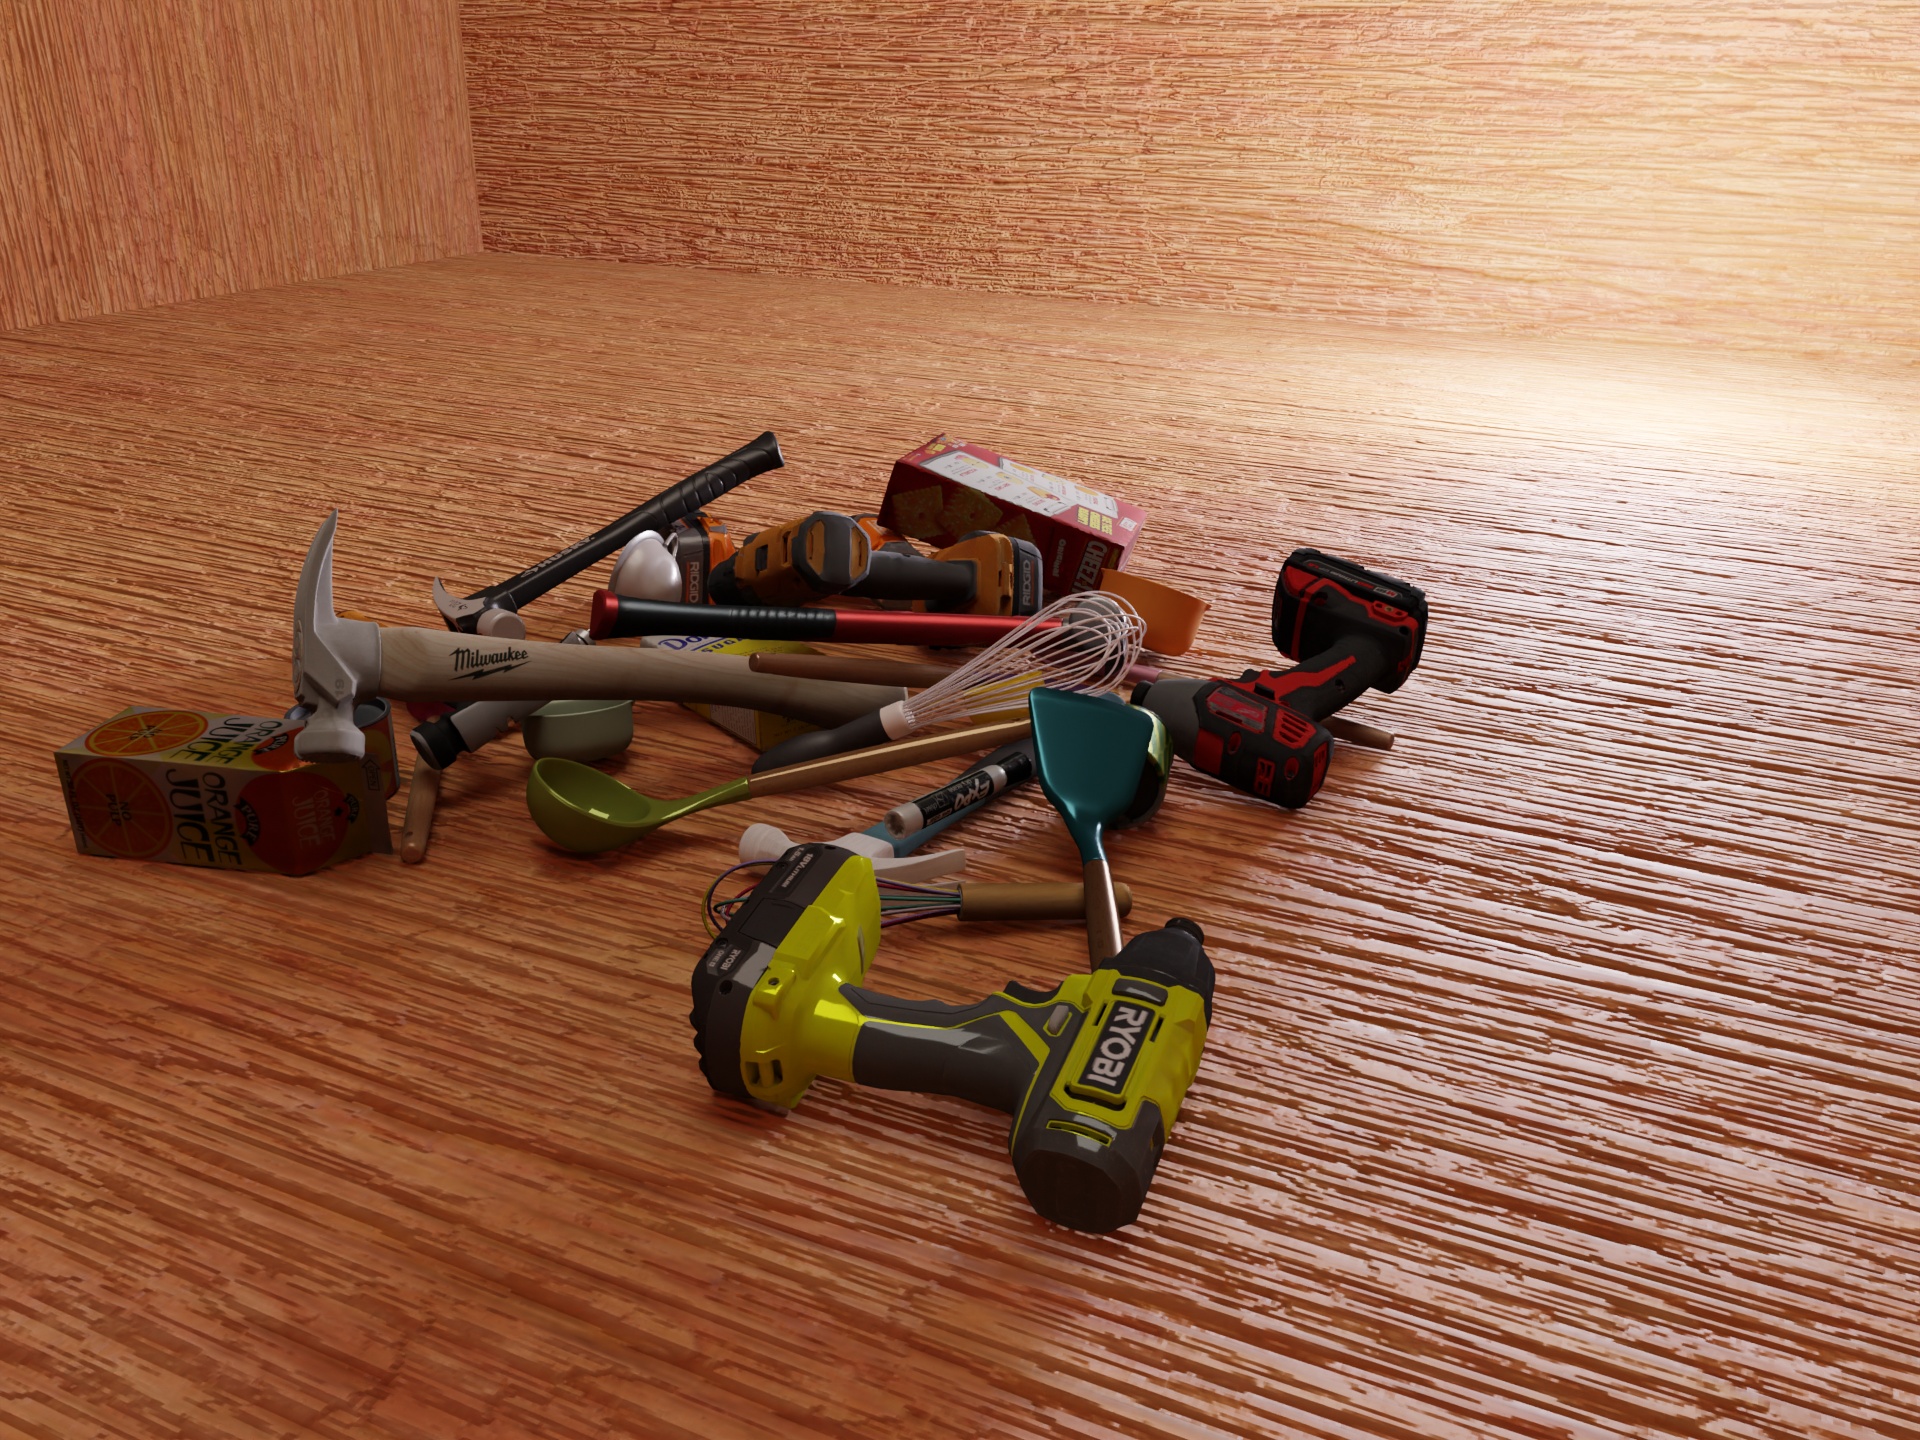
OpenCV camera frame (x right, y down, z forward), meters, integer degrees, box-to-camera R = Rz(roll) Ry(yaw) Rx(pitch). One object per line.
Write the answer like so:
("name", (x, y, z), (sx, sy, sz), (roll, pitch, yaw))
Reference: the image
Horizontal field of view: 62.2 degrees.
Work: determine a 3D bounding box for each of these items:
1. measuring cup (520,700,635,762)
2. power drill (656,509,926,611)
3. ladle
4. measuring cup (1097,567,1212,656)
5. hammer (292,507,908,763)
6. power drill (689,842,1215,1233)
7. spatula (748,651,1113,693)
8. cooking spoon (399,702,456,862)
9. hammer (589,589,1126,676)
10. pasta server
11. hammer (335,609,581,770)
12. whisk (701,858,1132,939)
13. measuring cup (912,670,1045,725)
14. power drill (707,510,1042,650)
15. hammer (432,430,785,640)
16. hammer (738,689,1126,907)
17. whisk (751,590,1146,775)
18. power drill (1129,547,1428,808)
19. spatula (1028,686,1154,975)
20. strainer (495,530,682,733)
("measuring cup", (-0.272, 0.001, 1.140), (0.083, 0.038, 0.168), (-7, 8, -10))
("power drill", (-0.157, -0.147, 1.423), (0.226, 0.084, 0.164), (-3, 23, -20))
("ladle", (-0.108, 0.025, 0.991), (0.320, 0.062, 0.078), (-12, 19, -5))
("measuring cup", (0.157, -0.084, 1.332), (0.095, 0.052, 0.173), (19, 1, 8))
("hammer", (-0.213, -0.039, 1.029), (0.410, 0.146, 0.038), (4, -12, -35))
("power drill", (0.002, 0.135, 0.753), (0.223, 0.080, 0.171), (11, 37, 20))
("spatula", (-0.016, -0.031, 1.134), (0.315, 0.018, 0.060), (3, 7, -41))
("cooking spoon", (-0.366, 0.013, 1.104), (0.069, 0.017, 0.319), (-22, 28, -2))
("hammer", (-0.075, -0.065, 1.146), (0.386, 0.038, 0.143), (3, -6, 7))
("pasta server", (0.179, -0.032, 1.215), (0.316, 0.040, 0.060), (17, 0, 29))
("hammer", (-0.394, -0.044, 1.169), (0.127, 0.034, 0.337), (-36, 32, -26))
("whisk", (-0.022, 0.107, 0.896), (0.245, 0.051, 0.047), (1, 58, -11))
("measuring cup", (-0.002, -0.004, 1.119), (0.156, 0.029, 0.062), (-16, 4, 45))
("power drill", (-0.073, -0.107, 1.244), (0.226, 0.084, 0.185), (5, -8, -34))
("hammer", (-0.280, -0.157, 1.313), (0.335, 0.035, 0.146), (-36, 33, -29))
("hammer", (0.012, 0.042, 1.045), (0.128, 0.033, 0.331), (15, 27, 32))
("whisk", (-0.012, -0.011, 1.038), (0.284, 0.070, 0.070), (-22, 19, 15))
("power drill", (0.227, -0.032, 1.126), (0.143, 0.078, 0.220), (25, 45, 28))
("spatula", (0.079, 0.089, 0.873), (0.082, 0.044, 0.318), (14, 32, -9))
("strainer", (-0.278, -0.062, 1.202), (0.050, 0.086, 0.258), (22, 49, 24))
